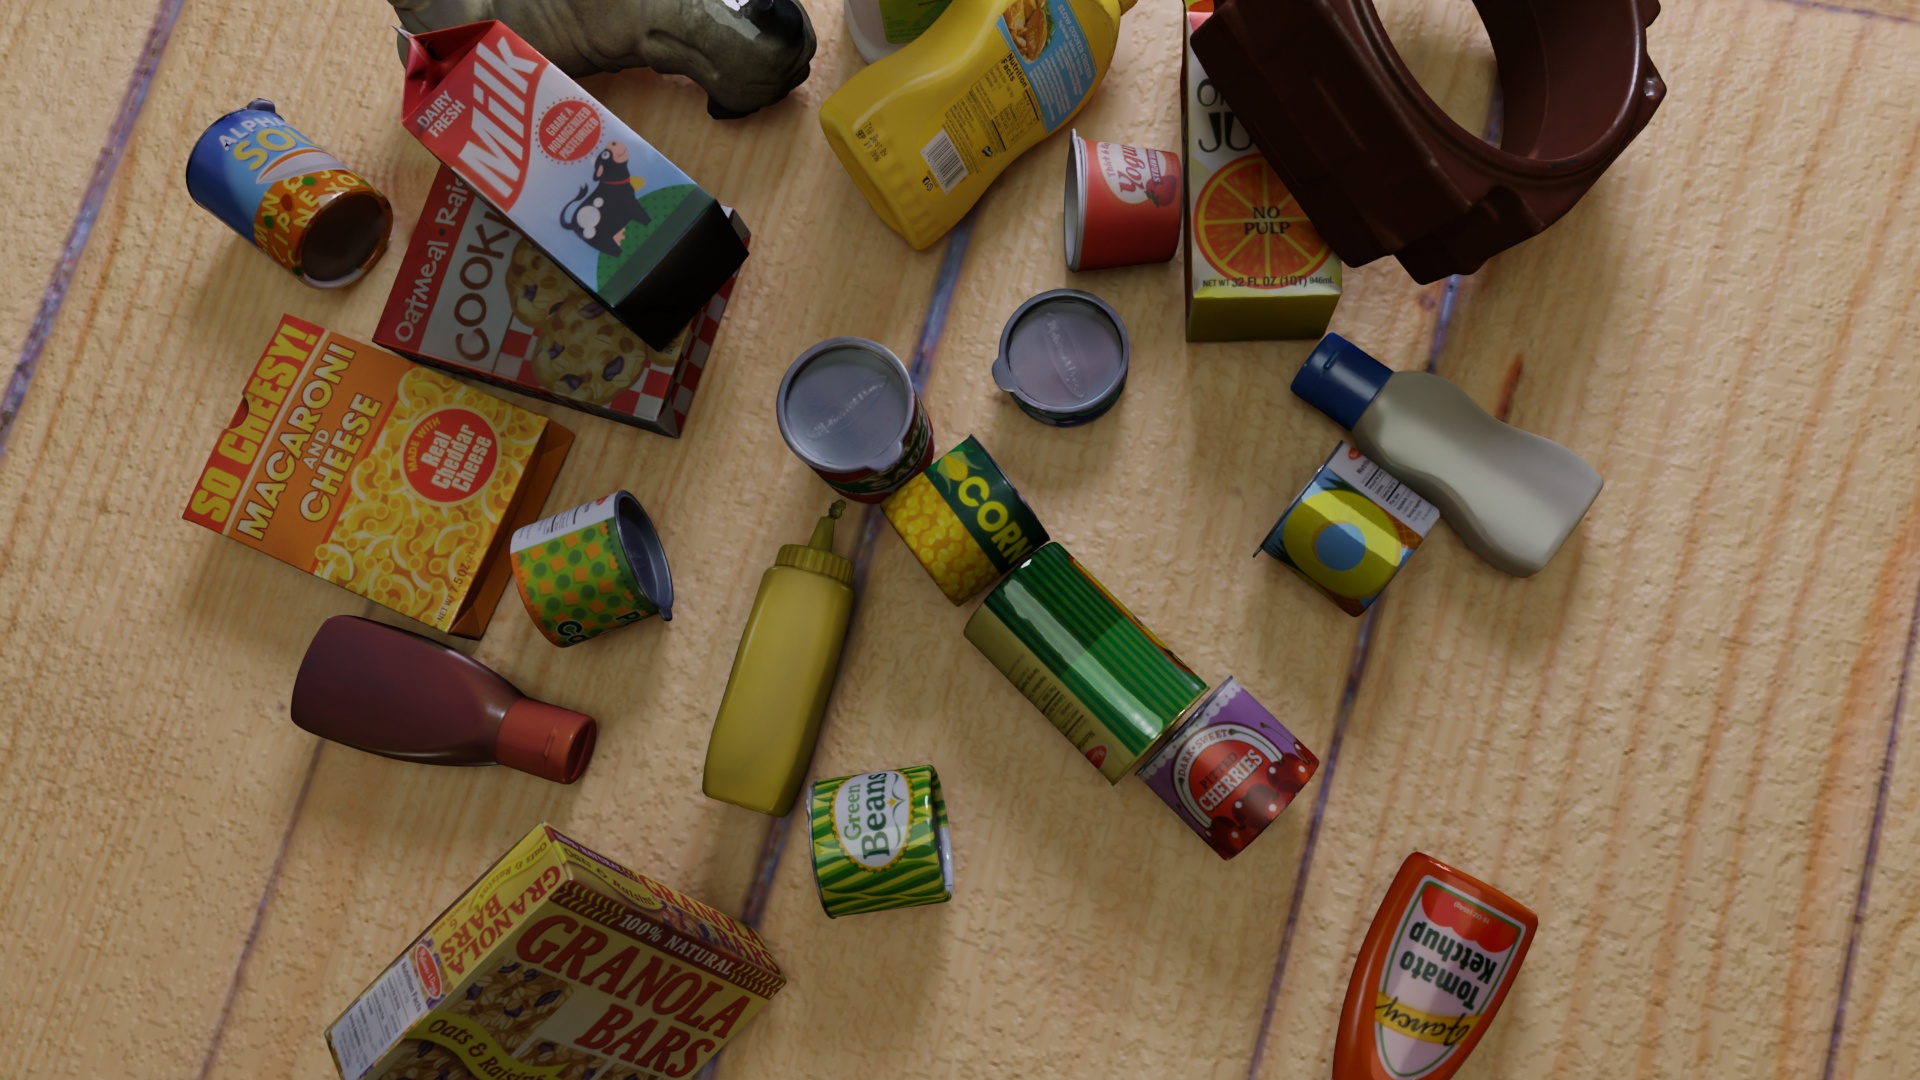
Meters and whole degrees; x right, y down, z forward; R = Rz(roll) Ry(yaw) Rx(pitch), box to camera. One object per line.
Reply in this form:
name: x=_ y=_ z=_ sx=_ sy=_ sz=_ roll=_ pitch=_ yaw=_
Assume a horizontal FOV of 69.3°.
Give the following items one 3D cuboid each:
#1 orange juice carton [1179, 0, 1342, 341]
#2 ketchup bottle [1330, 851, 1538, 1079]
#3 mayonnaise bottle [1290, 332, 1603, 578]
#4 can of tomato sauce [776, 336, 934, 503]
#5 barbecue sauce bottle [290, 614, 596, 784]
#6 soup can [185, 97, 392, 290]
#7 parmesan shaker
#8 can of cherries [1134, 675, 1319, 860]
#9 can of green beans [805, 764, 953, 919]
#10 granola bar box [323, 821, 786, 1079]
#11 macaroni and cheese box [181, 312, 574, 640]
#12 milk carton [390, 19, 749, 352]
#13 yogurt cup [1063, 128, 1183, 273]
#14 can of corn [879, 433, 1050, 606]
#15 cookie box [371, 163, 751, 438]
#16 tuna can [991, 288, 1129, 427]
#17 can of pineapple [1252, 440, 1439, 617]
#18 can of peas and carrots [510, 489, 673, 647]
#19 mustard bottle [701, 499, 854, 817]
orange juice carton: x=0.149 y=-0.202 z=0.703 sx=0.072 sy=0.073 sz=0.193 roll=-1 pitch=79 yaw=6
ketchup bottle: x=0.203 y=0.222 z=0.636 sx=0.065 sy=0.043 sz=0.149 roll=28 pitch=84 yaw=10
mayonnaise bottle: x=0.234 y=-0.047 z=0.683 sx=0.148 sy=0.041 sz=0.065 roll=37 pitch=84 yaw=12
can of tomato sauce: x=-0.048 y=-0.056 z=0.693 sx=0.071 sy=0.083 sz=0.071 roll=-1 pitch=80 yaw=6
barbecue sauce bottle: x=-0.262 y=0.087 z=0.711 sx=0.148 sy=0.043 sz=0.065 roll=16 pitch=82 yaw=8
soup can: x=-0.364 y=-0.188 z=0.759 sx=0.084 sy=0.071 sz=0.071 roll=36 pitch=86 yaw=10
parmesan shaker: x=0.060 y=0.057 z=0.667 sx=0.071 sy=0.071 sz=0.103 roll=-45 pitch=78 yaw=-2
can of cherries: x=0.125 y=0.107 z=0.650 sx=0.071 sy=0.071 sz=0.058 roll=-45 pitch=79 yaw=-3
can of green beans: x=-0.037 y=0.143 z=0.664 sx=0.058 sy=0.071 sz=0.071 roll=-9 pitch=79 yaw=5
granola bar box: x=-0.173 y=0.206 z=0.620 sx=0.124 sy=0.165 sz=0.039 roll=-44 pitch=49 yaw=-3
macaroni and cheese box: x=-0.309 y=-0.035 z=0.739 sx=0.166 sy=0.040 sz=0.124 roll=21 pitch=82 yaw=9
milk carton: x=-0.205 y=-0.188 z=0.698 sx=0.191 sy=0.072 sz=0.073 roll=41 pitch=86 yaw=11
yogurt cup: x=0.082 y=-0.171 z=0.710 sx=0.054 sy=0.072 sz=0.072 roll=0 pitch=80 yaw=-2
can of corn: x=0.002 y=-0.009 z=0.685 sx=0.058 sy=0.071 sz=0.071 roll=-37 pitch=78 yaw=0
cookie box: x=-0.214 y=-0.138 z=0.747 sx=0.167 sy=0.040 sz=0.123 roll=16 pitch=82 yaw=9
tuna can: x=0.051 y=-0.092 z=0.714 sx=0.071 sy=0.033 sz=0.071 roll=-1 pitch=80 yaw=6
can of pineapple: x=0.185 y=-0.004 z=0.668 sx=0.058 sy=0.071 sz=0.071 roll=38 pitch=86 yaw=11
can of peas and carrots: x=-0.185 y=0.017 z=0.704 sx=0.059 sy=0.071 sz=0.071 roll=-20 pitch=79 yaw=3
mustard bottle: x=-0.084 y=0.054 z=0.690 sx=0.049 sy=0.065 sz=0.160 roll=14 pitch=76 yaw=3
